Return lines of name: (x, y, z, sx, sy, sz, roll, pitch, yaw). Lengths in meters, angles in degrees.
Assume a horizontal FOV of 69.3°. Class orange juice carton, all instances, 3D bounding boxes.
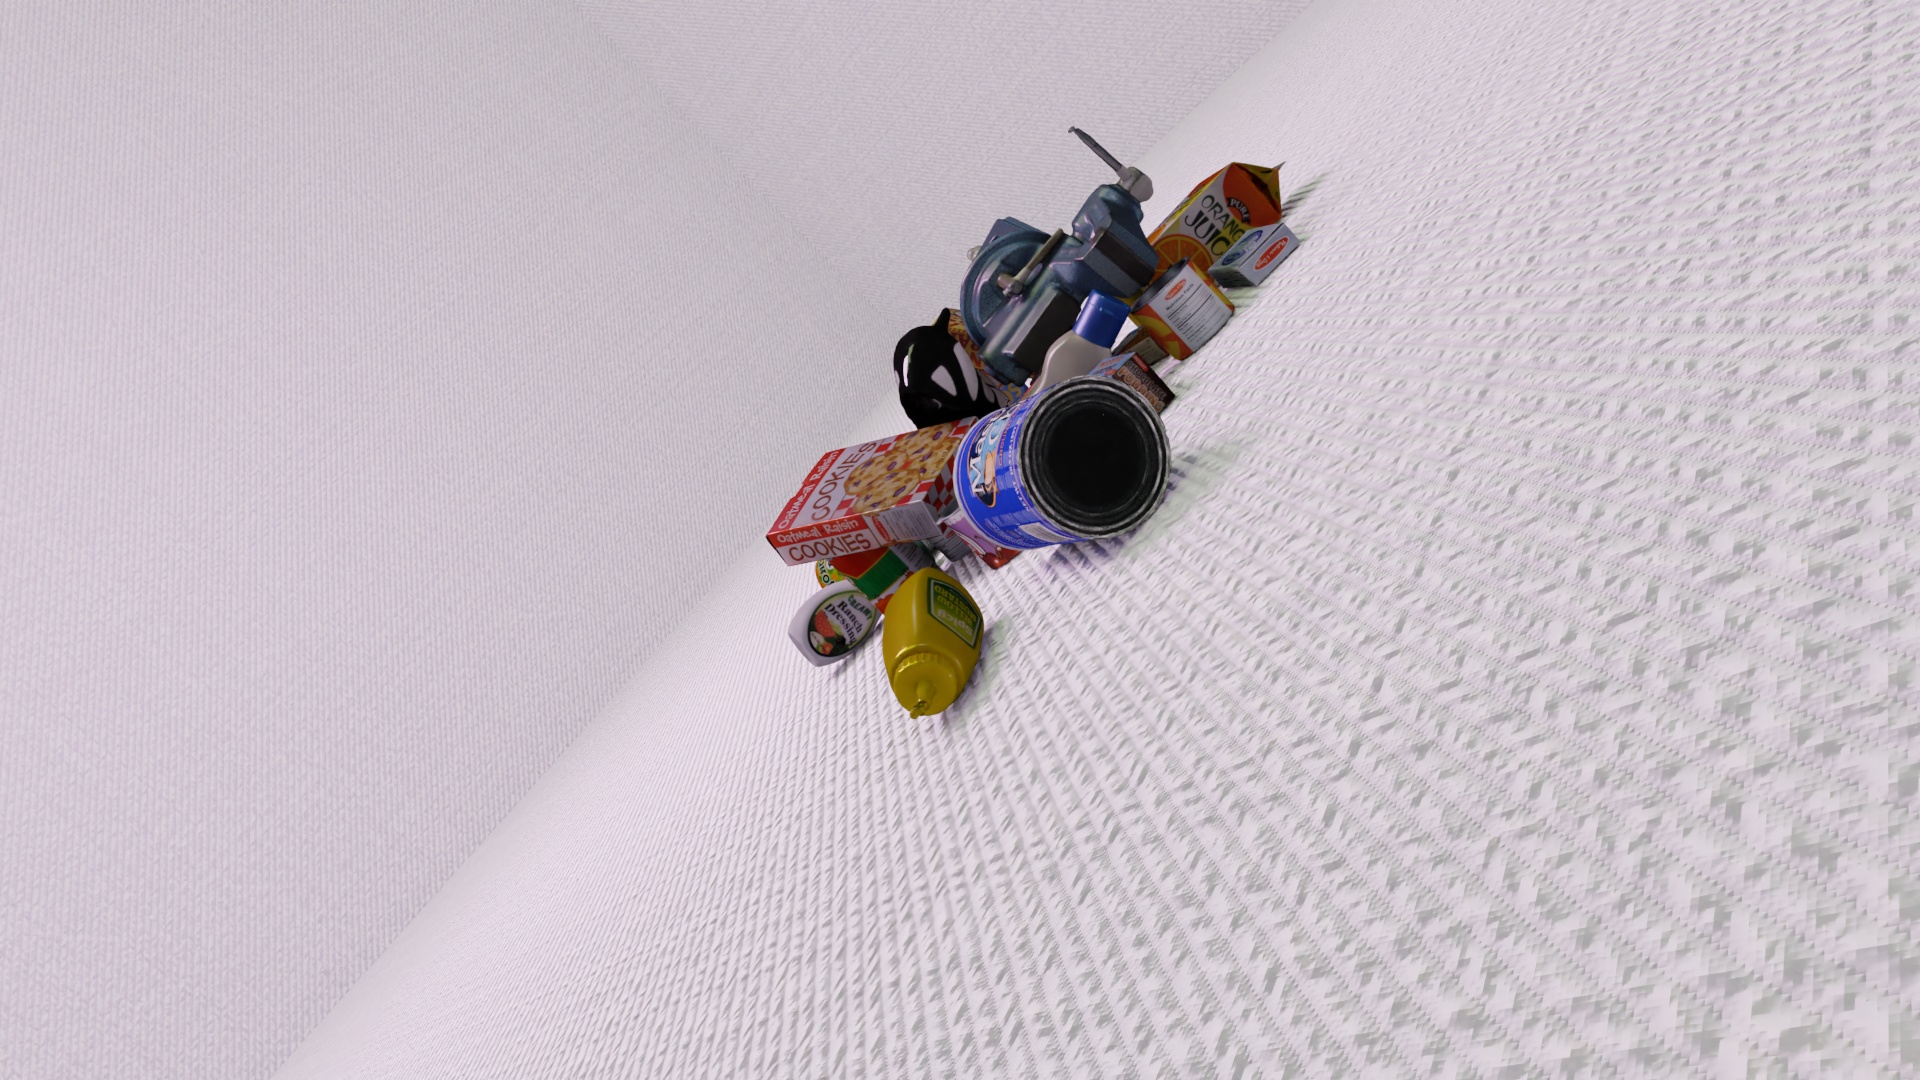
orange juice carton: (0.229, -0.285, 1.305, 0.193, 0.073, 0.072, -46, 9, -11)

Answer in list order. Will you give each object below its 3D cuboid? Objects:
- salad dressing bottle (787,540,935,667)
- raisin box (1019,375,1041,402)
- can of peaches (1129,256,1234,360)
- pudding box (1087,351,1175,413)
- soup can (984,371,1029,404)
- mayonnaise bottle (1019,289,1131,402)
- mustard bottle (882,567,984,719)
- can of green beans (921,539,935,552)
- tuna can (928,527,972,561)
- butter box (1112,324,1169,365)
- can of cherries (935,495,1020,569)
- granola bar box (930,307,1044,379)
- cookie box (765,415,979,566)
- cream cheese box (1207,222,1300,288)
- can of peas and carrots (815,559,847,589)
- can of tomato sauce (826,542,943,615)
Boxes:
salad dressing bottle: (-0.089, 0.053, 1.274, 0.148, 0.064, 0.044, -40, 16, -15)
raisin box: (0.092, -0.148, 1.341, 0.086, 0.040, 0.123, -52, -1, -27)
can of peaches: (0.184, -0.192, 1.152, 0.071, 0.058, 0.071, -44, 9, 9)
pudding box: (0.131, -0.119, 1.092, 0.030, 0.049, 0.083, -45, 9, -6)
soup can: (0.038, -0.171, 1.600, 0.071, 0.083, 0.071, -44, 10, 10)
mayonnaise bottle: (0.093, -0.136, 1.160, 0.147, 0.065, 0.041, -63, 3, 17)
mustard bottle: (-0.019, 0.072, 0.891, 0.048, 0.065, 0.161, -48, 14, 18)
can of green beans: (-0.059, -0.002, 1.352, 0.058, 0.071, 0.071, -50, 11, -24)
tuna can: (0.004, -0.016, 1.240, 0.071, 0.033, 0.071, -44, 10, 9)
butter box: (0.169, -0.178, 1.256, 0.053, 0.024, 0.103, -50, 10, -21)
can of cherries: (0.026, -0.018, 1.087, 0.071, 0.058, 0.072, -43, 11, 10)
granola bar box: (0.054, -0.206, 1.471, 0.125, 0.166, 0.039, -70, -11, -70)
cookie box: (-0.069, -0.042, 1.179, 0.167, 0.040, 0.123, -11, 32, 33)
cream cheese box: (0.249, -0.242, 1.188, 0.053, 0.024, 0.104, -44, 10, 3)
can of peas and carrots: (-0.109, 0.027, 1.429, 0.058, 0.071, 0.071, -40, 10, 31)
can of tomato sauce: (-0.067, 0.024, 1.226, 0.071, 0.083, 0.071, -44, 9, 9)
